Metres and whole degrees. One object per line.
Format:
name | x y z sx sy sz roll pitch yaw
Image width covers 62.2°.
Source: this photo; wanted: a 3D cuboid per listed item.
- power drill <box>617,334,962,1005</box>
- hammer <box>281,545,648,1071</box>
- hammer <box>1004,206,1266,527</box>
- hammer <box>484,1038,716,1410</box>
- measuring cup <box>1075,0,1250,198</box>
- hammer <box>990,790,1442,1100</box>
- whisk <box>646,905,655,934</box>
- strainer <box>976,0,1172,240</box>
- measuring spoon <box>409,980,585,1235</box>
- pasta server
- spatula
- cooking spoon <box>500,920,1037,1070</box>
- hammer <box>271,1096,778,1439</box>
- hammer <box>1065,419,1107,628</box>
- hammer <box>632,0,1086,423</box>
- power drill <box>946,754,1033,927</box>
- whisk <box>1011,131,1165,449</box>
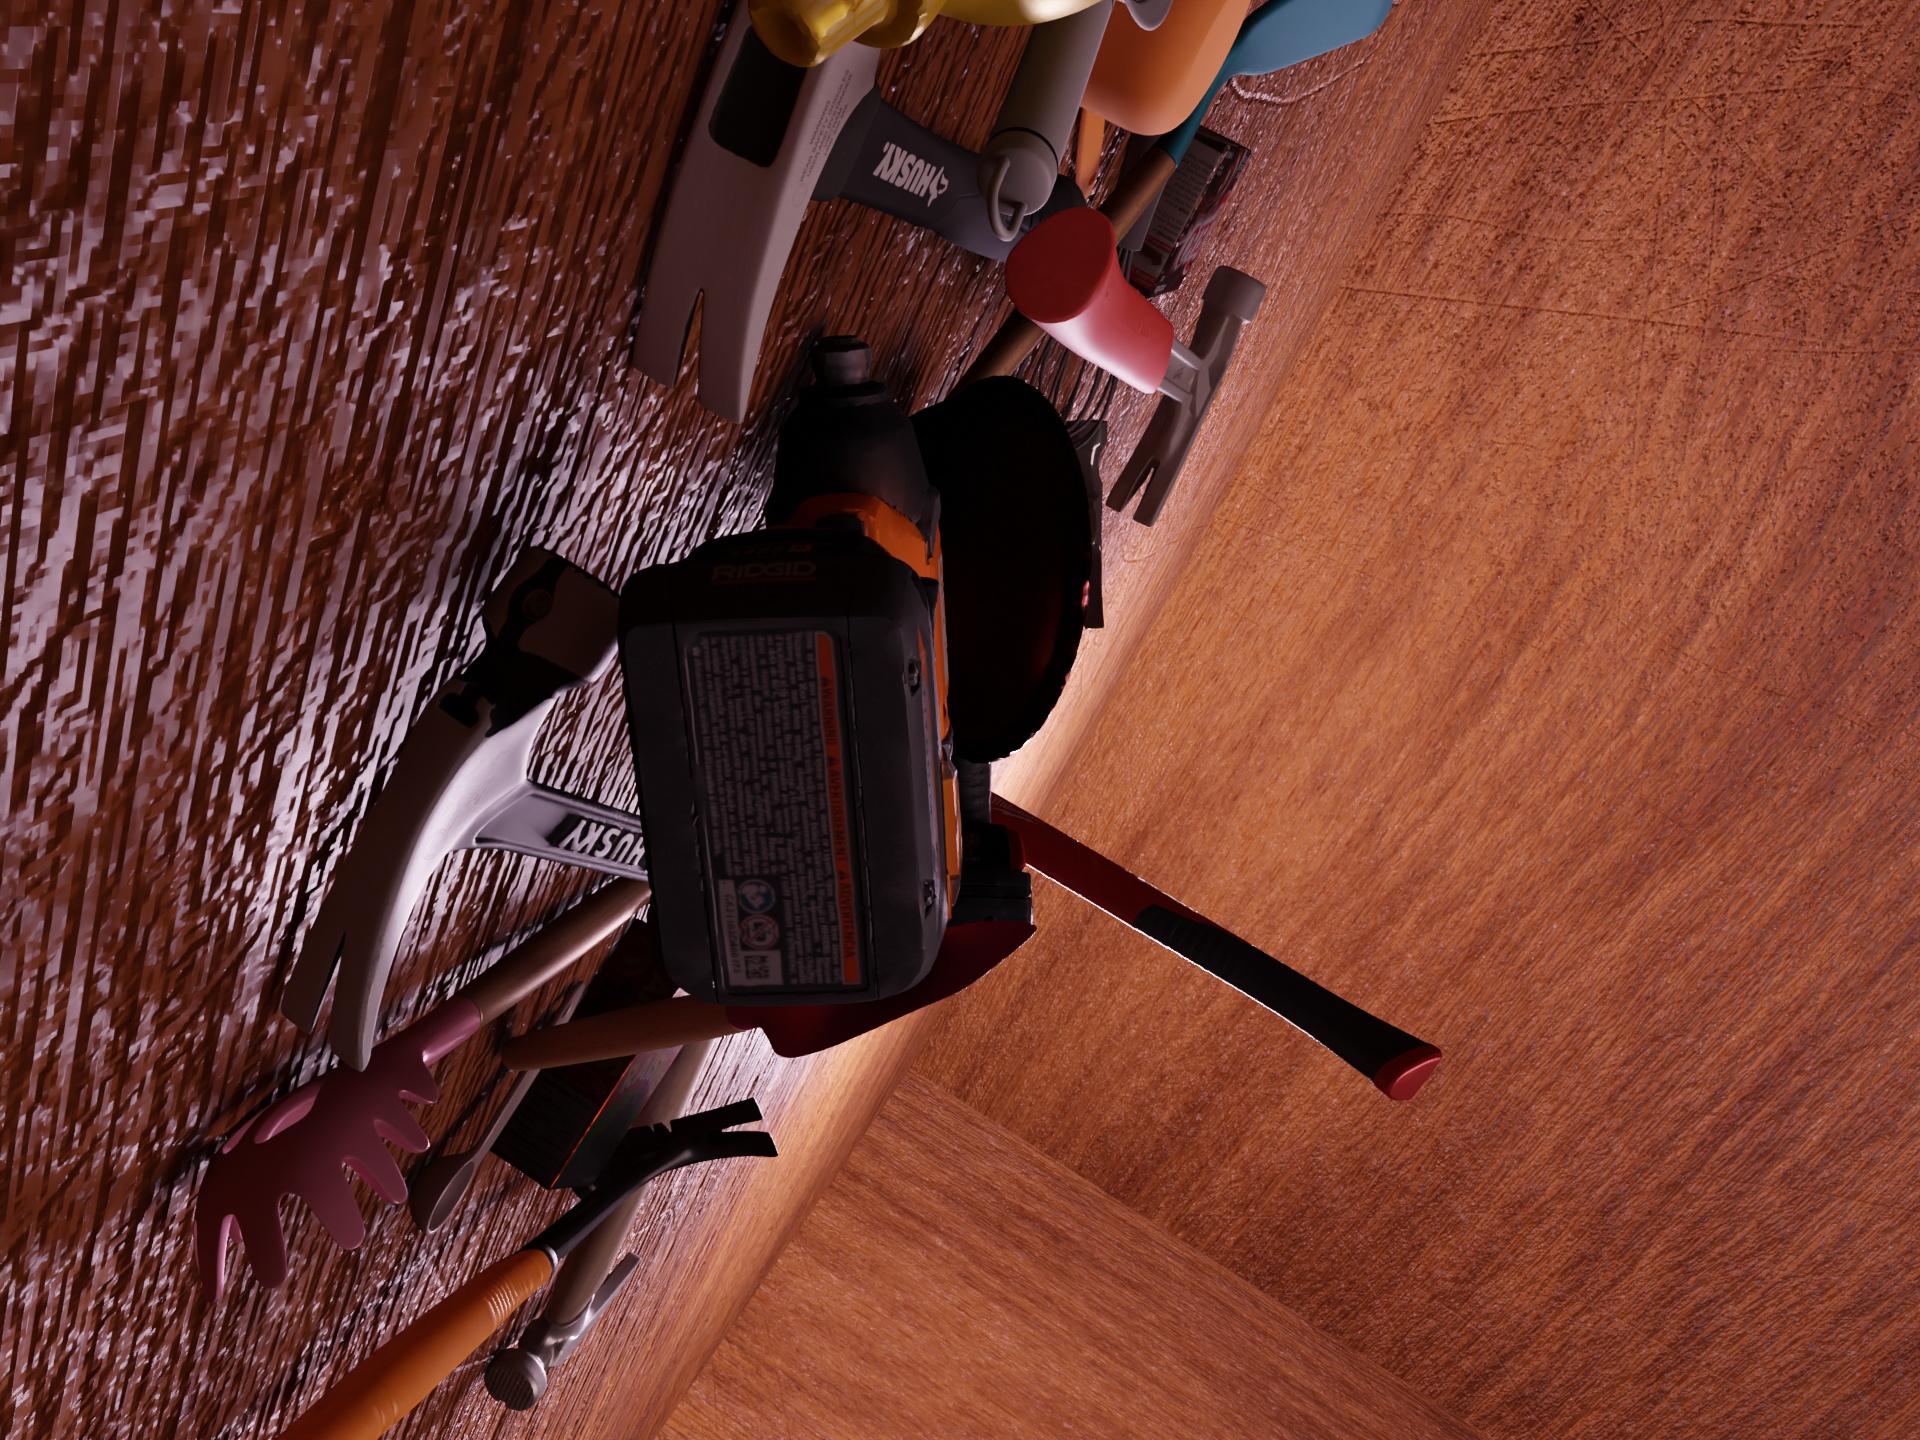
power drill | -0.041 -0.028 0.495 0.227 0.084 0.164 -82 169 -71
hammer | -0.103 0.060 0.606 0.149 0.036 0.408 -58 164 -4
hammer | 0.079 -0.167 0.745 0.149 0.037 0.359 -65 167 12
hammer | -0.183 0.241 0.973 0.410 0.038 0.146 -63 173 25
measuring cup | 0.079 -0.264 0.668 0.095 0.052 0.173 -57 171 -15
hammer | 0.102 0.098 0.933 0.038 0.386 0.143 -63 171 24
whisk | -0.092 0.103 0.814 0.051 0.047 0.244 -57 161 2
strainer | 0.033 -0.211 0.451 0.086 0.050 0.259 69 27 -44
measuring spoon | -0.198 0.159 0.677 0.034 0.018 0.124 110 7 -54
pasta server | -0.164 0.103 0.578 0.060 0.040 0.316 -18 -172 17
spatula | 0.086 -0.234 0.732 0.317 0.044 0.082 -51 171 0
cooking spoon | -0.088 0.101 0.545 0.069 0.017 0.319 -32 -173 -41
hammer | -0.212 0.265 0.727 0.127 0.034 0.337 -19 -176 24
hammer | 0.061 -0.099 0.900 0.331 0.031 0.130 -59 149 -75
hammer | -0.008 -0.174 0.536 0.146 0.035 0.335 -62 172 17
power drill | -0.001 -0.003 0.801 0.143 0.078 0.220 76 15 -79
whisk | 0.078 -0.242 0.795 0.055 0.055 0.238 -46 160 -59
